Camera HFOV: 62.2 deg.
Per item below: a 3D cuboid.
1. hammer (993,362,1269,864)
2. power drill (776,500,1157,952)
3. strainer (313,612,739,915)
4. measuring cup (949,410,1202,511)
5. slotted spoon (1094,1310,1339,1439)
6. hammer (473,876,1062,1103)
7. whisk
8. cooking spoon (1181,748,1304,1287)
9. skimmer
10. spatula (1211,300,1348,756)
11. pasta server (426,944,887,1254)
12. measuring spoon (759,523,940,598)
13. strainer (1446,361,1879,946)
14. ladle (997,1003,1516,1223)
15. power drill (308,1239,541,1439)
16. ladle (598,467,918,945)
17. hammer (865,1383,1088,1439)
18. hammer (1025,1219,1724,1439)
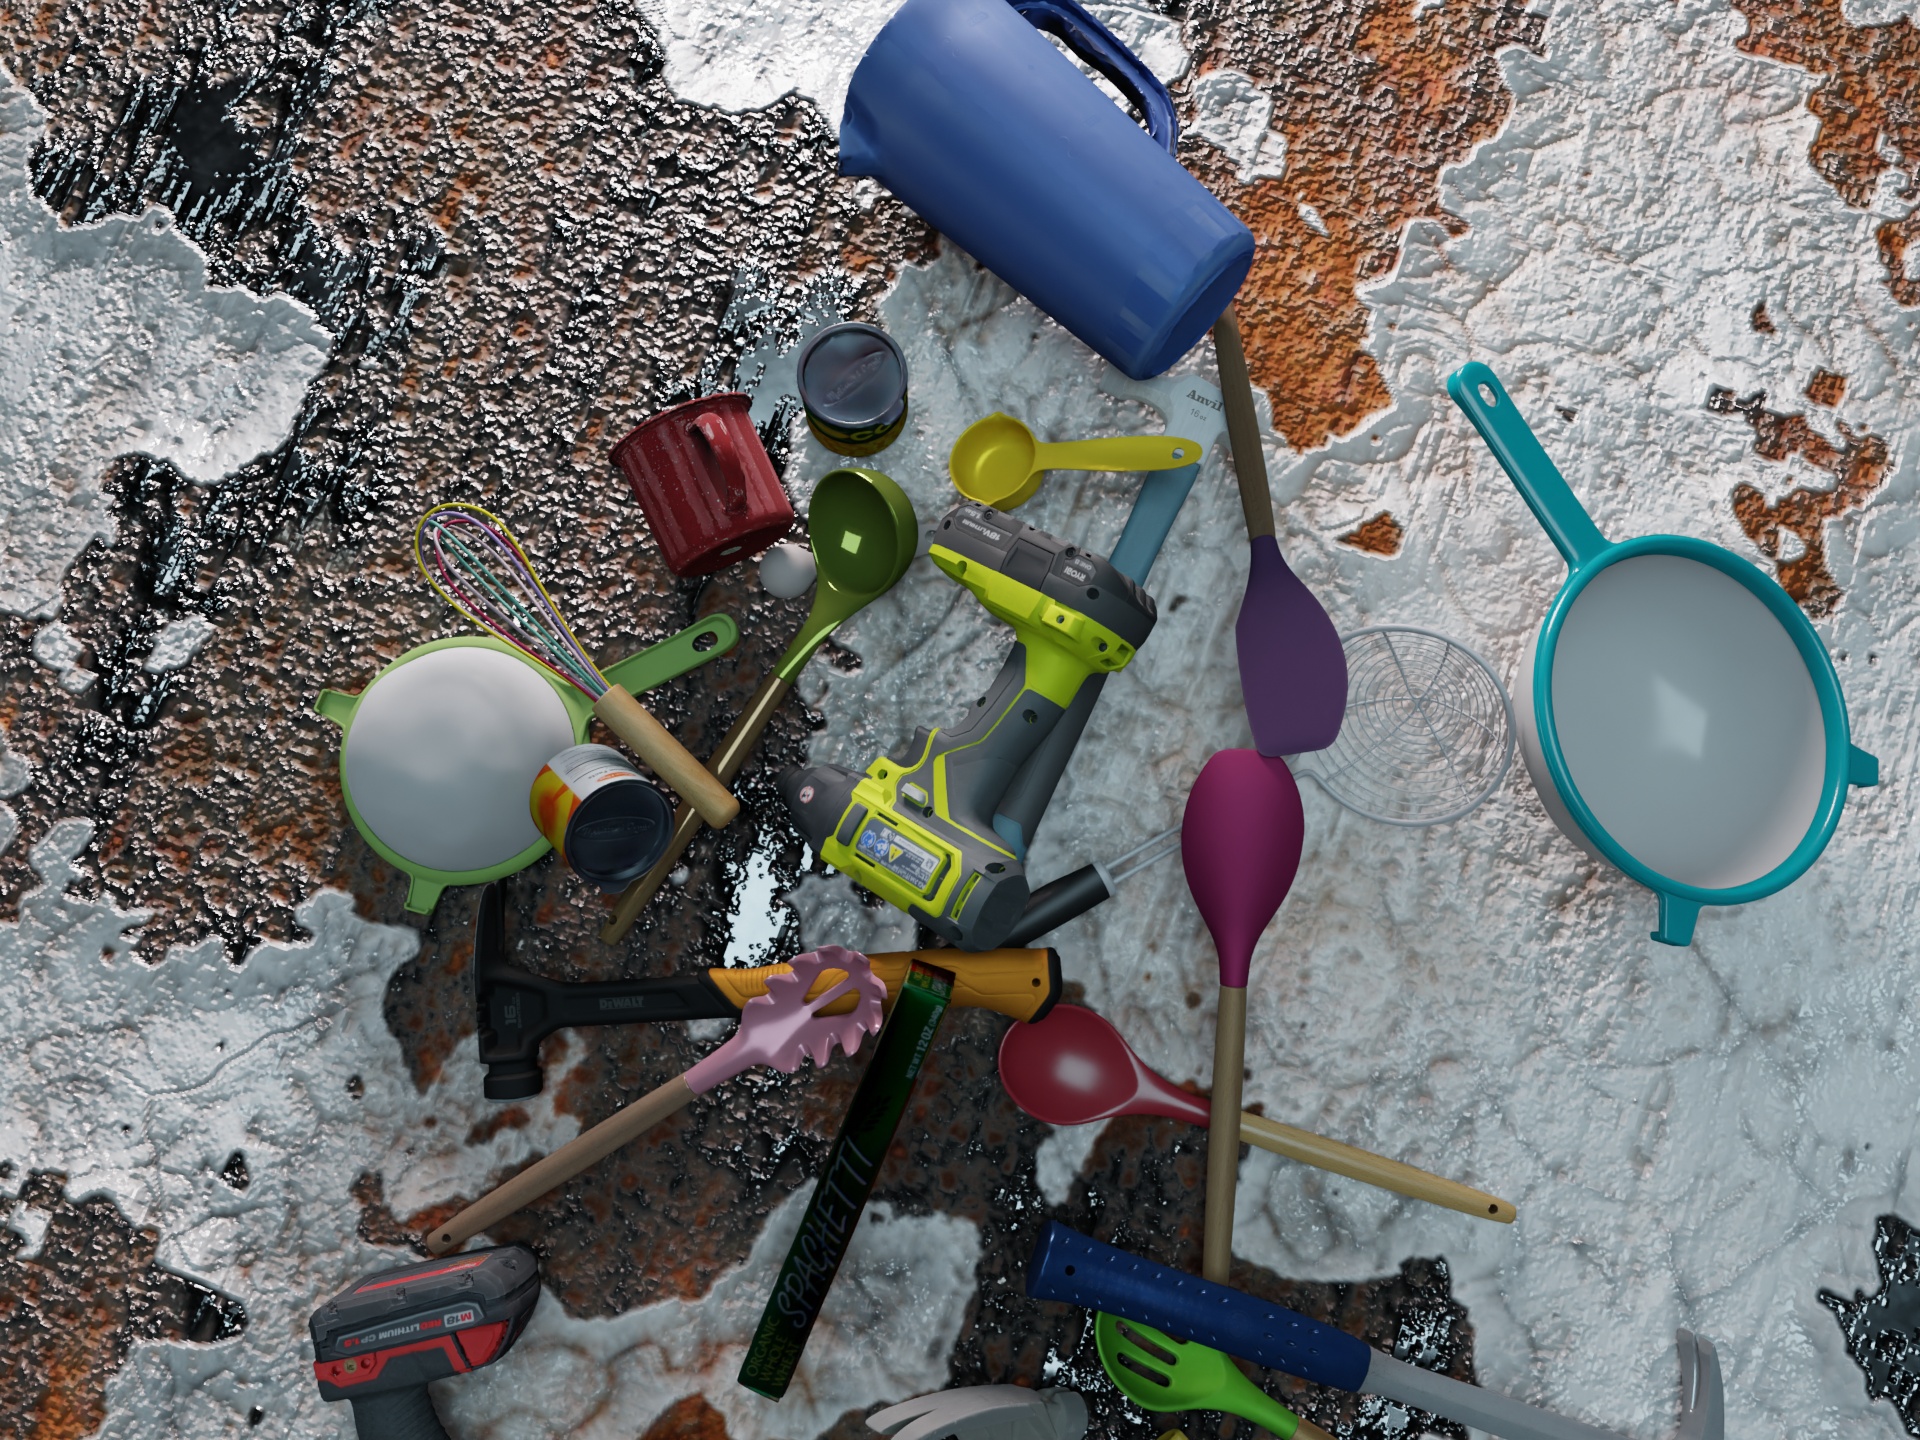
[{"bbox_3d":[0.084,-0.059,0.965,0.128,0.033,0.331,25,82,4],"label":"hammer"},{"bbox_3d":[-0.001,-0.003,0.910,0.171,0.080,0.223,29,89,32],"label":"power drill"},{"bbox_3d":[-0.250,-0.004,0.933,0.256,0.069,0.151,-27,82,-3],"label":"strainer"},{"bbox_3d":[0.070,-0.154,0.957,0.156,0.029,0.062,2,76,20],"label":"measuring cup"},{"bbox_3d":[0.207,0.415,0.895,0.314,0.031,0.070,33,59,2],"label":"slotted spoon"},{"bbox_3d":[-0.111,0.147,0.909,0.337,0.034,0.127,-3,91,3],"label":"hammer"},{"bbox_3d":[-0.215,-0.032,0.904,0.245,0.051,0.047,45,62,-2],"label":"whisk"},{"bbox_3d":[0.153,0.175,0.899,0.069,0.017,0.319,3,93,4],"label":"cooking spoon"},{"bbox_3d":[0.141,0.066,0.916,0.363,0.090,0.127,-29,98,-4],"label":"skimmer"},{"bbox_3d":[0.177,-0.130,0.939,0.060,0.018,0.316,-10,70,10],"label":"spatula"},{"bbox_3d":[-0.173,0.217,0.882,0.316,0.040,0.060,-33,88,9],"label":"pasta server"},{"bbox_3d":[-0.063,-0.103,0.976,0.124,0.018,0.034,-14,82,-4],"label":"measuring spoon"},{"bbox_3d":[0.363,-0.048,0.925,0.211,0.095,0.340,-32,87,-21],"label":"strainer"},{"bbox_3d":[0.172,0.237,0.924,0.315,0.031,0.069,19,85,0],"label":"ladle"},{"bbox_3d":[-0.268,0.410,0.868,0.143,0.078,0.220,-12,84,-2],"label":"power drill"},{"bbox_3d":[-0.127,-0.006,0.934,0.078,0.062,0.320,33,88,32],"label":"ladle"},{"bbox_3d":[-0.023,0.536,0.839,0.037,0.149,0.359,9,85,45],"label":"hammer"},{"bbox_3d":[0.234,0.356,0.882,0.405,0.035,0.144,20,81,-4],"label":"hammer"}]
